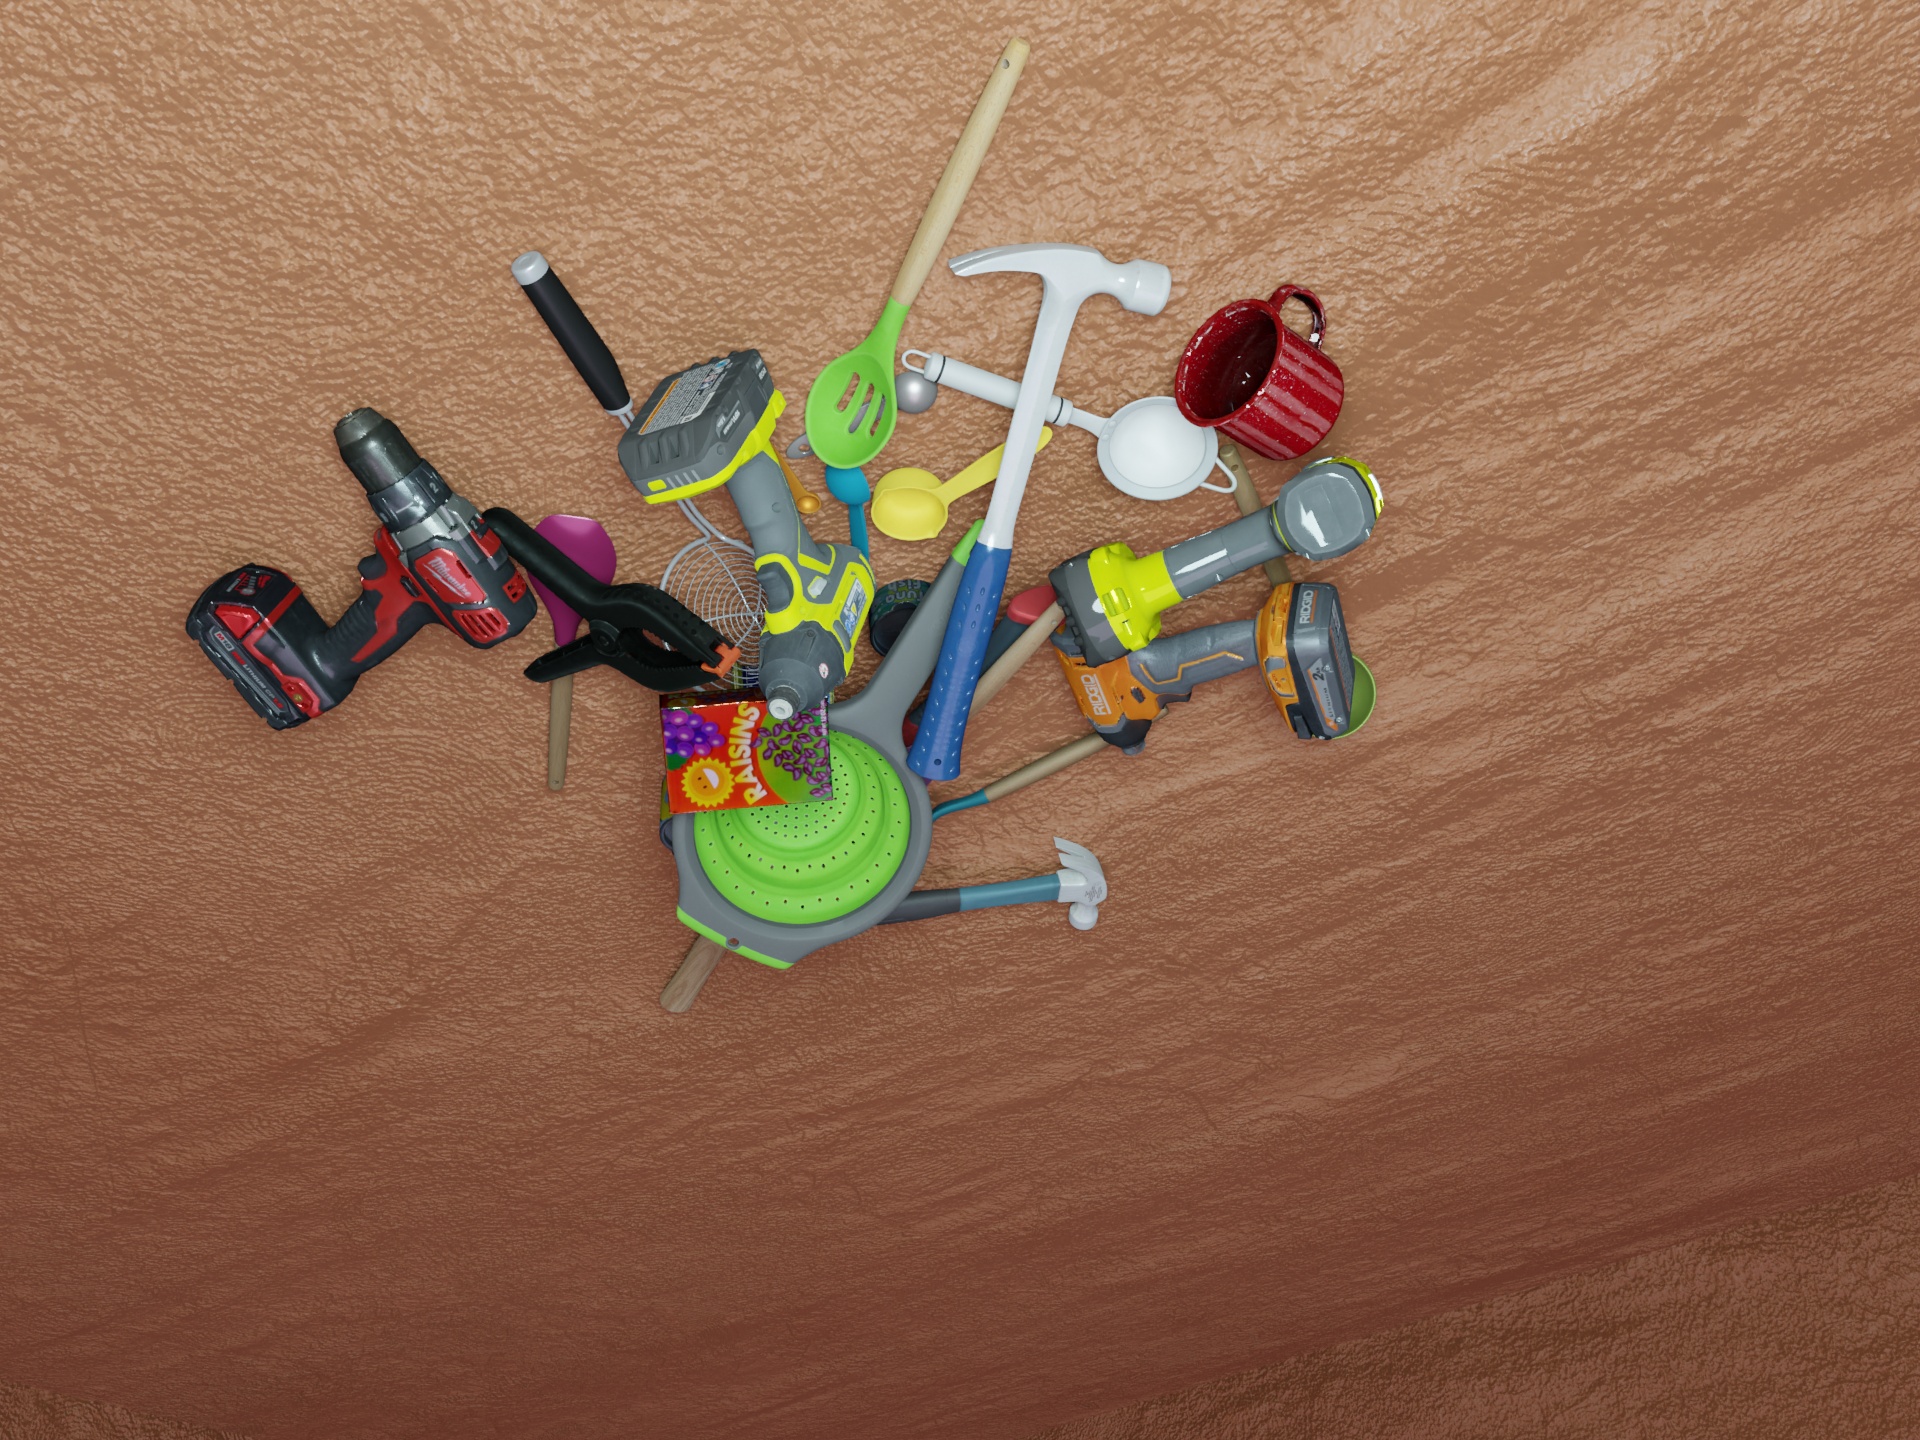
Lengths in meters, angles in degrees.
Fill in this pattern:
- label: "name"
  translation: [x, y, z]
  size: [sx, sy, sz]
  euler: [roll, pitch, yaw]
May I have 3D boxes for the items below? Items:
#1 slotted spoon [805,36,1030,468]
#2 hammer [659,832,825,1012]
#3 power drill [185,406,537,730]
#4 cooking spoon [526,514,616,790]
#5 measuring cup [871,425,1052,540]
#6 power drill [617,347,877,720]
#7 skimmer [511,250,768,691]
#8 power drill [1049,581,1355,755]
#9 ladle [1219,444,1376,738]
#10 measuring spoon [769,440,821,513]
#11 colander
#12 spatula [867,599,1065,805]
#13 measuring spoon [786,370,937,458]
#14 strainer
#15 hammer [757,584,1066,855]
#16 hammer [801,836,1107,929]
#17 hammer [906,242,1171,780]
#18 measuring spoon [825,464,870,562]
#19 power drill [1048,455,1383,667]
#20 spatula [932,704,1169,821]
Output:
- label: "slotted spoon"
  translation: [-0.027, -0.293, 1.029]
  size: [0.070, 0.031, 0.313]
  euler: [42, 130, 12]
- label: "hammer"
  translation: [-0.231, 0.201, 1.586]
  size: [0.130, 0.031, 0.331]
  euler: [14, 136, -22]
- label: "power drill"
  translation: [-0.443, -0.107, 1.147]
  size: [0.226, 0.080, 0.187]
  euler: [-22, 118, 17]
- label: "cooking spoon"
  translation: [-0.322, -0.046, 1.292]
  size: [0.068, 0.017, 0.318]
  euler: [6, 138, -12]
- label: "measuring cup"
  translation: [0.001, -0.182, 1.160]
  size: [0.156, 0.029, 0.062]
  euler: [-26, 136, 28]
- label: "power drill"
  translation: [-0.136, -0.122, 1.087]
  size: [0.080, 0.171, 0.223]
  euler: [-12, 125, 22]
- label: "skimmer"
  translation: [-0.223, -0.157, 1.120]
  size: [0.127, 0.090, 0.362]
  euler: [6, 145, 29]
- label: "power drill"
  translation: [0.199, -0.034, 1.292]
  size: [0.226, 0.084, 0.164]
  euler: [-3, 137, 23]
- label: "ladle"
  translation: [0.267, -0.098, 1.285]
  size: [0.078, 0.062, 0.319]
  euler: [-26, 134, 9]
- label: "measuring spoon"
  translation: [-0.138, -0.192, 1.155]
  size: [0.021, 0.011, 0.116]
  euler: [-23, 134, 21]
- label: "colander"
  translation: [-0.085, 0.006, 1.267]
  size: [0.204, 0.095, 0.397]
  euler: [30, 102, -18]
- label: "spatula"
  translation: [-0.002, -0.004, 1.296]
  size: [0.059, 0.018, 0.315]
  euler: [15, 141, -27]
- label: "measuring spoon"
  translation: [-0.071, -0.211, 1.132]
  size: [0.124, 0.018, 0.034]
  euler: [-23, 137, 20]
- label: "strainer"
  translation: [0.080, -0.219, 1.129]
  size: [0.258, 0.050, 0.086]
  euler: [16, 131, -17]
- label: "hammer"
  translation: [-0.021, 0.011, 1.365]
  size: [0.143, 0.038, 0.386]
  euler: [20, 138, -29]
- label: "hammer"
  translation: [-0.015, 0.179, 1.561]
  size: [0.331, 0.033, 0.128]
  euler: [-6, 139, -12]
- label: "hammer"
  translation: [0.021, -0.137, 1.125]
  size: [0.144, 0.035, 0.405]
  euler: [9, 118, -13]
- label: "measuring spoon"
  translation: [-0.085, -0.148, 1.189]
  size: [0.021, 0.042, 0.128]
  euler: [-34, 151, -20]
- label: "power drill"
  translation: [0.192, -0.123, 1.141]
  size: [0.228, 0.190, 0.080]
  euler: [-23, 94, 20]
- label: "spatula"
  translation: [0.053, 0.066, 1.454]
  size: [0.317, 0.082, 0.044]
  euler: [-27, 97, 17]
